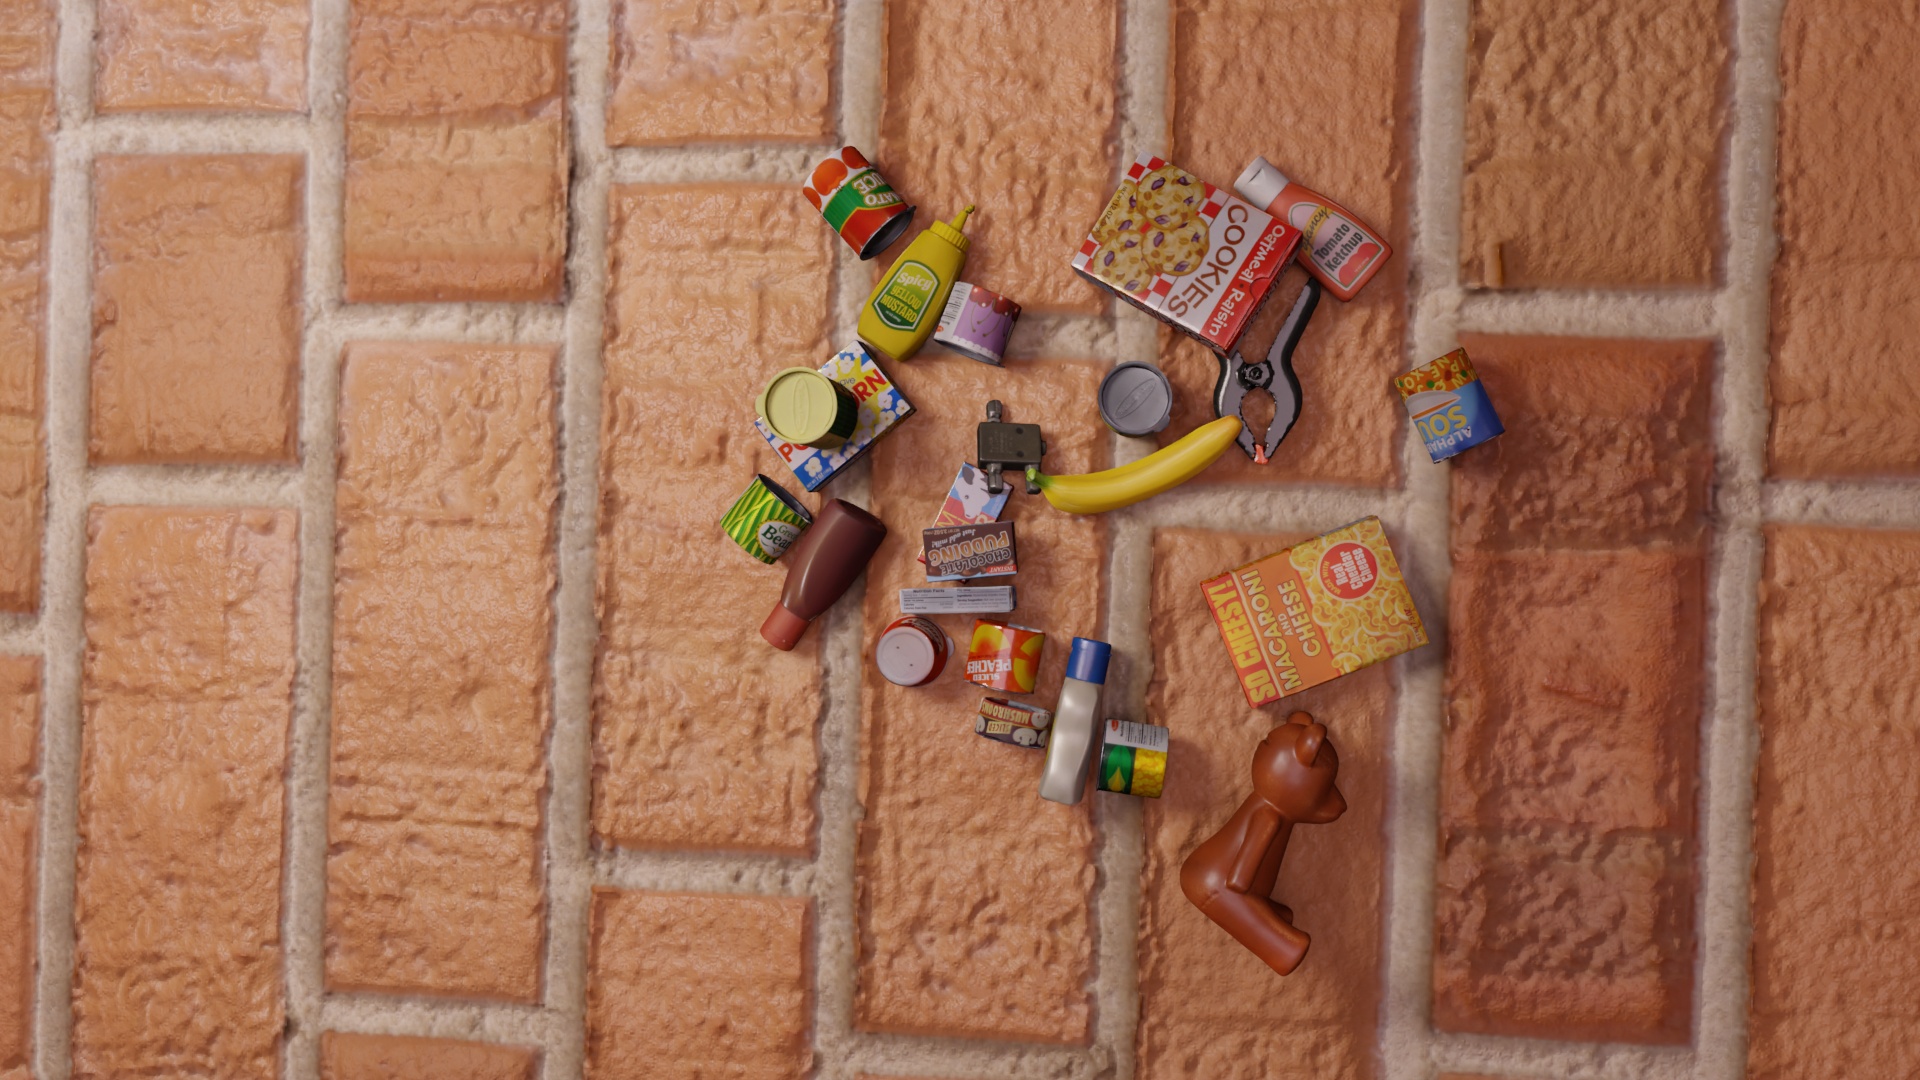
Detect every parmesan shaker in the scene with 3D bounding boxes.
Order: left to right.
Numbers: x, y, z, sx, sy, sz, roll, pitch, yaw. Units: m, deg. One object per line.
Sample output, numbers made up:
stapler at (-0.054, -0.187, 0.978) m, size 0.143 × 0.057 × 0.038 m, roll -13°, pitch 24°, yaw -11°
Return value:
parmesan shaker at (-0.134, -0.116, 1.228) m, size 0.071 × 0.103 × 0.071 m, roll 0°, pitch 91°, yaw 6°

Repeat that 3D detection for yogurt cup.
yogurt cup at (-0.047, 0.105, 1.283) m, size 0.072 × 0.054 × 0.072 m, roll 0°, pitch 90°, yaw 7°

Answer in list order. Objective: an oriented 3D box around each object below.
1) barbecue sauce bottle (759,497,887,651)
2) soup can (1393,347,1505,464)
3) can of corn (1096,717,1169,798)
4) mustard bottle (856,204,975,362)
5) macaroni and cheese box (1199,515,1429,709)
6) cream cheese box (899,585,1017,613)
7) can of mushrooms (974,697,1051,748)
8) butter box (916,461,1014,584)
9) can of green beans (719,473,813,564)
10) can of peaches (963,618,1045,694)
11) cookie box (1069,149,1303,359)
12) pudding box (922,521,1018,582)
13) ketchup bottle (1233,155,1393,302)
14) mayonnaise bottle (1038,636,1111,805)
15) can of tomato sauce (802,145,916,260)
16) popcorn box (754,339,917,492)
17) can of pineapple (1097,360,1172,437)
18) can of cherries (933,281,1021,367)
barbecue sauce bottle at (-0.133, 0.035, 1.292) m, size 0.148 × 0.065 × 0.044 m, roll -56°, pitch 41°, yaw 10°
soup can at (0.428, -0.118, 1.223) m, size 0.071 × 0.071 × 0.084 m, roll -26°, pitch 87°, yaw 6°
can of corn at (0.155, 0.199, 1.256) m, size 0.058 × 0.071 × 0.071 m, roll 7°, pitch 91°, yaw 6°
mustard bottle at (-0.034, -0.244, 1.284) m, size 0.065 × 0.049 × 0.160 m, roll 32°, pitch 94°, yaw 4°
macaroni and cheese box at (0.316, 0.065, 1.251) m, size 0.166 × 0.040 × 0.123 m, roll -22°, pitch 88°, yaw 5°
cream cheese box at (-0.002, 0.055, 1.278) m, size 0.104 × 0.053 × 0.024 m, roll -2°, pitch 89°, yaw 6°
can of mushrooms at (0.047, 0.166, 1.265) m, size 0.071 × 0.071 × 0.033 m, roll 13°, pitch 90°, yaw 6°
butter box at (0.005, -0.016, 1.292) m, size 0.053 × 0.024 × 0.103 m, roll 26°, pitch 93°, yaw 6°
can of green beans at (-0.181, -0.019, 1.291) m, size 0.071 × 0.071 × 0.058 m, roll 42°, pitch 95°, yaw 4°
can of peaches at (0.039, 0.105, 1.266) m, size 0.071 × 0.071 × 0.058 m, roll 12°, pitch 91°, yaw 6°
cookie box at (0.202, -0.256, 1.242) m, size 0.168 × 0.040 × 0.123 m, roll 33°, pitch 94°, yaw 20°
pudding box at (0.009, 0.010, 1.263) m, size 0.084 × 0.030 × 0.049 m, roll -5°, pitch 91°, yaw 5°
ketchup bottle at (0.313, -0.284, 1.249) m, size 0.149 × 0.043 × 0.064 m, roll 42°, pitch 100°, yaw 5°
mayonnaise bottle at (0.105, 0.163, 1.265) m, size 0.041 × 0.065 × 0.148 m, roll 11°, pitch 87°, yaw 10°
can of tomato sauce at (-0.093, -0.312, 1.281) m, size 0.071 × 0.071 × 0.083 m, roll -42°, pitch 86°, yaw 5°
popcorn box at (-0.117, -0.116, 1.298) m, size 0.126 × 0.038 × 0.085 m, roll -39°, pitch 86°, yaw 5°
can of pineapple at (0.159, -0.125, 1.258) m, size 0.071 × 0.058 × 0.071 m, roll 0°, pitch 91°, yaw 7°
can of cherries at (0.018, -0.197, 1.271) m, size 0.071 × 0.071 × 0.058 m, roll 21°, pitch 92°, yaw 6°
